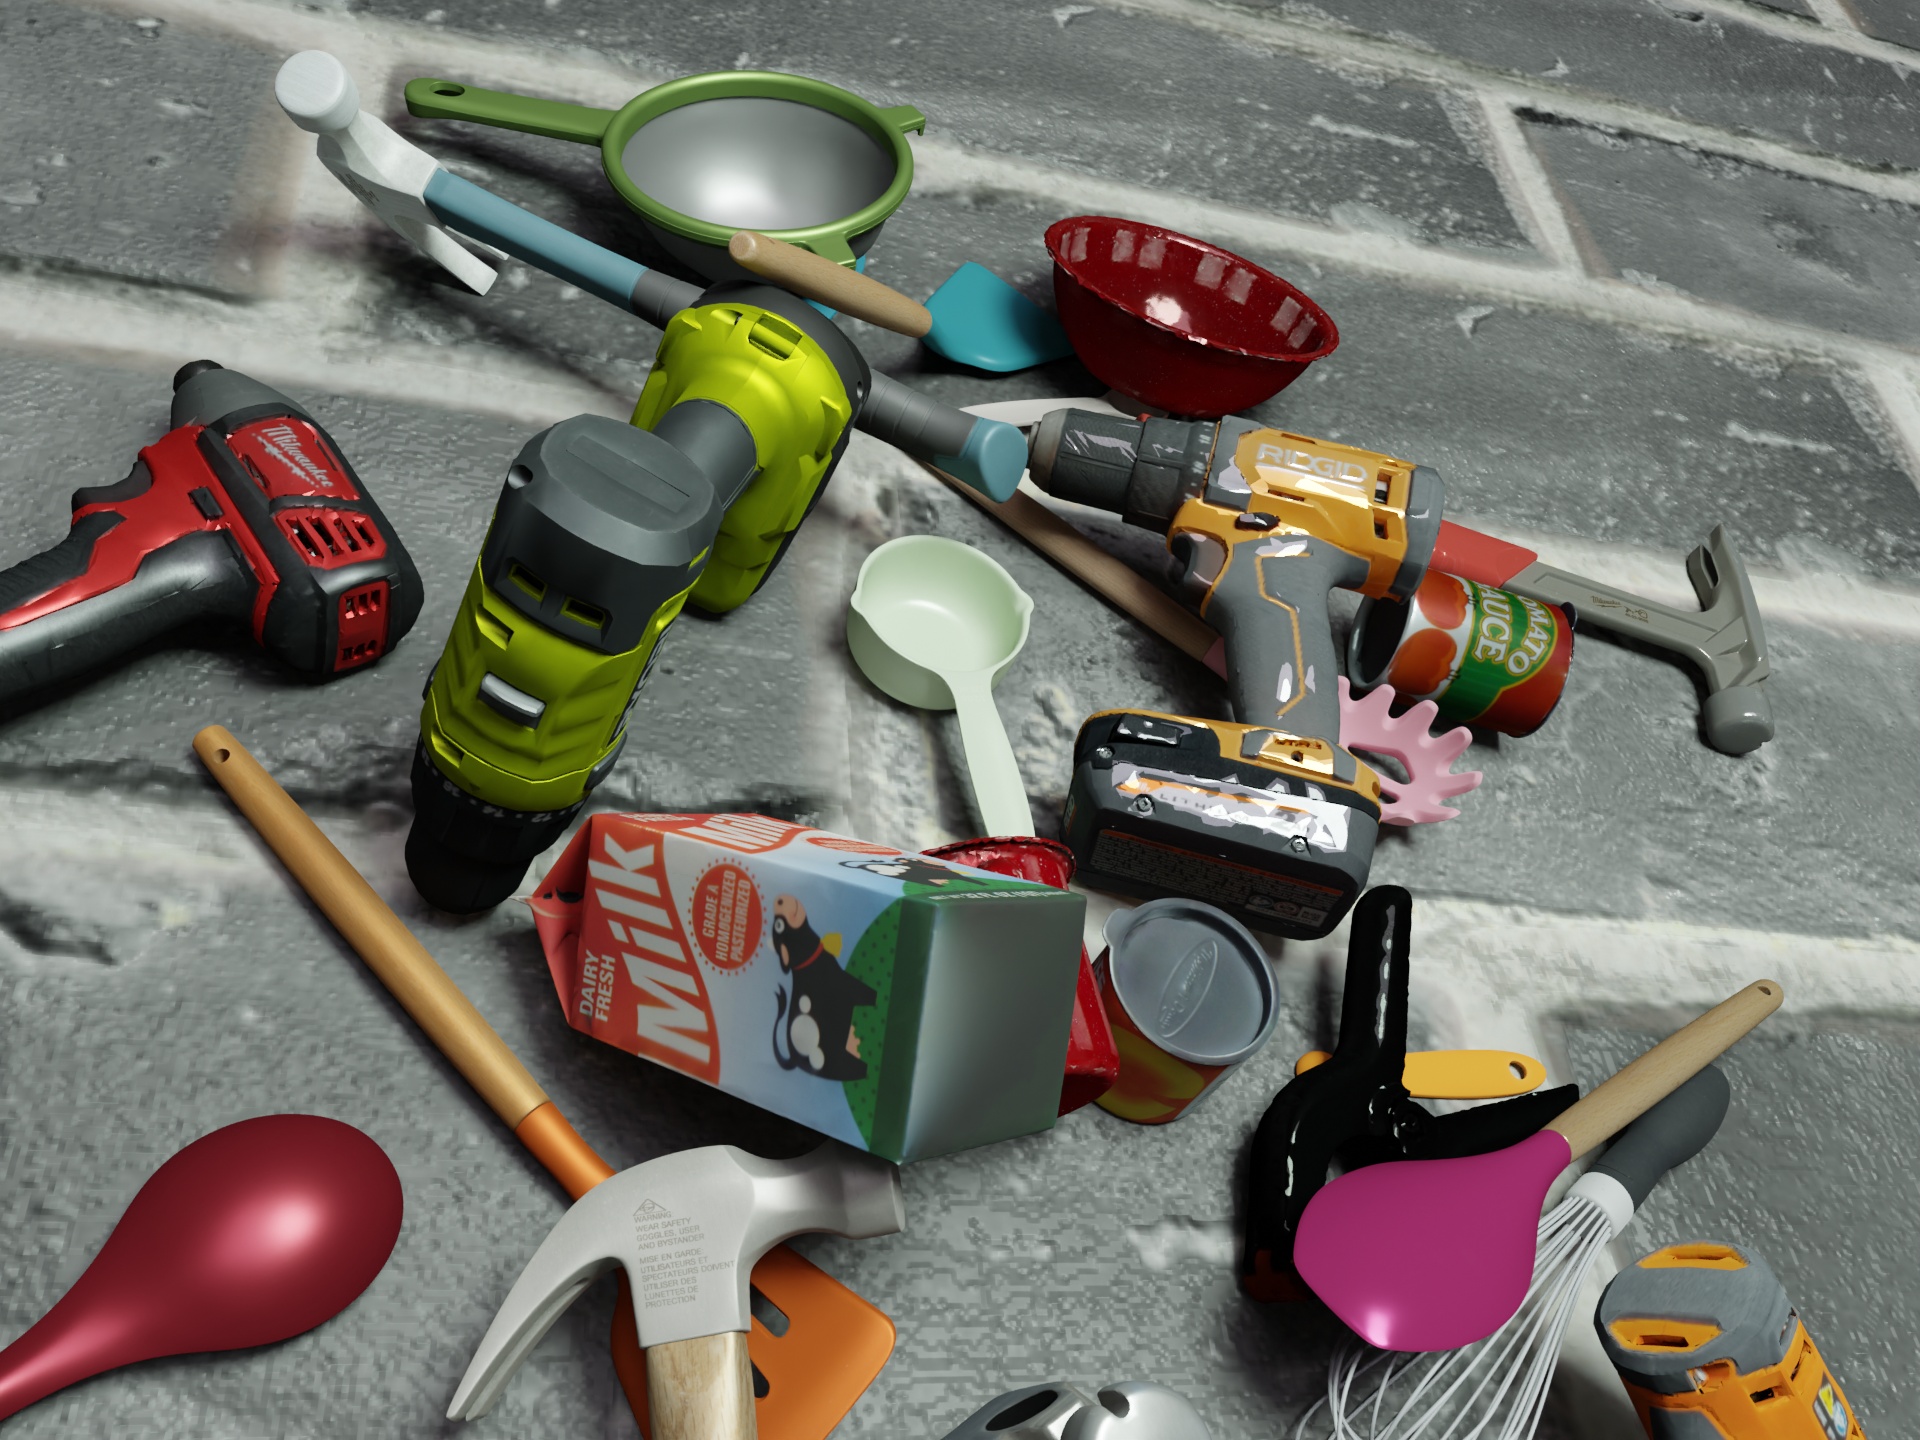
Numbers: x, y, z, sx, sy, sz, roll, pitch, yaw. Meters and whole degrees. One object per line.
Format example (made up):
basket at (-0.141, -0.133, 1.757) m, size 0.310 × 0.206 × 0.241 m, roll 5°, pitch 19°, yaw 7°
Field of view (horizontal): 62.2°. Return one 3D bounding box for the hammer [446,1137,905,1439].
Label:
hammer at (-0.058, 0.277, 0.399) m, size 0.130 × 0.031 × 0.332 m, roll -10°, pitch 65°, yaw -2°

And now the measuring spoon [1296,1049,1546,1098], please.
measuring spoon at (0.188, 0.141, 0.639) m, size 0.117 × 0.011 × 0.021 m, roll 4°, pitch 53°, yaw -19°

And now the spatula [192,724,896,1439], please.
spatula at (-0.155, 0.108, 0.513) m, size 0.081 × 0.041 × 0.323 m, roll -42°, pitch 73°, yaw -15°

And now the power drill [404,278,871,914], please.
power drill at (-0.119, -0.049, 0.574) m, size 0.080 × 0.190 × 0.229 m, roll 29°, pitch 36°, yaw -5°

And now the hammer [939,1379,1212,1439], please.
hammer at (0.109, 0.354, 0.406) m, size 0.038 × 0.143 × 0.386 m, roll -25°, pitch 77°, yaw -33°

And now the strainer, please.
strainer at (-0.151, -0.267, 0.796) m, size 0.256 × 0.069 × 0.152 m, roll 13°, pitch 50°, yaw 5°

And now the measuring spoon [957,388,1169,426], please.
measuring spoon at (0.048, -0.152, 0.812) m, size 0.124 × 0.018 × 0.034 m, roll -8°, pitch 43°, yaw -18°

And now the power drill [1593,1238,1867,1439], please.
power drill at (0.226, 0.295, 0.479) m, size 0.226 × 0.084 × 0.164 m, roll -39°, pitch 102°, yaw -40°

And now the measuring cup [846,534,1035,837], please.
measuring cup at (-0.001, -0.002, 0.661) m, size 0.083 × 0.038 × 0.168 m, roll -2°, pitch 57°, yaw -23°

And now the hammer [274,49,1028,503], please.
hammer at (-0.123, -0.177, 0.679) m, size 0.331 × 0.128 × 0.033 m, roll 26°, pitch 83°, yaw 5°

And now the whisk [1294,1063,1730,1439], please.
whisk at (0.219, 0.196, 0.582) m, size 0.284 × 0.070 × 0.070 m, roll -24°, pitch 66°, yaw -39°

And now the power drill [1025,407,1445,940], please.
power drill at (0.100, -0.038, 0.673) m, size 0.185 × 0.084 × 0.226 m, roll 15°, pitch 59°, yaw 4°

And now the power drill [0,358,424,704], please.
power drill at (-0.320, -0.059, 0.559) m, size 0.219 × 0.078 × 0.143 m, roll -23°, pitch 65°, yaw -36°

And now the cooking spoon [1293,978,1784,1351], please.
cooking spoon at (0.235, 0.150, 0.596) m, size 0.319 × 0.017 × 0.069 m, roll -15°, pitch 43°, yaw -39°

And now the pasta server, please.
pasta server at (0.096, -0.052, 0.736) m, size 0.316 × 0.040 × 0.060 m, roll 37°, pitch 68°, yaw 11°

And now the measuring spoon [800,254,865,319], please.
measuring spoon at (-0.072, -0.213, 0.804) m, size 0.042 × 0.021 × 0.129 m, roll 25°, pitch 49°, yaw -2°

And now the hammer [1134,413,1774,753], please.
hammer at (0.255, -0.094, 0.830) m, size 0.359 × 0.036 × 0.149 m, roll 17°, pitch 50°, yaw -9°

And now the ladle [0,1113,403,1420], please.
ladle at (-0.290, 0.197, 0.405) m, size 0.315 × 0.031 × 0.069 m, roll -30°, pitch 68°, yaw -34°

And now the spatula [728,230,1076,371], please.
spatula at (-0.024, -0.197, 0.729) m, size 0.082 × 0.044 × 0.317 m, roll 41°, pitch 17°, yaw 11°
